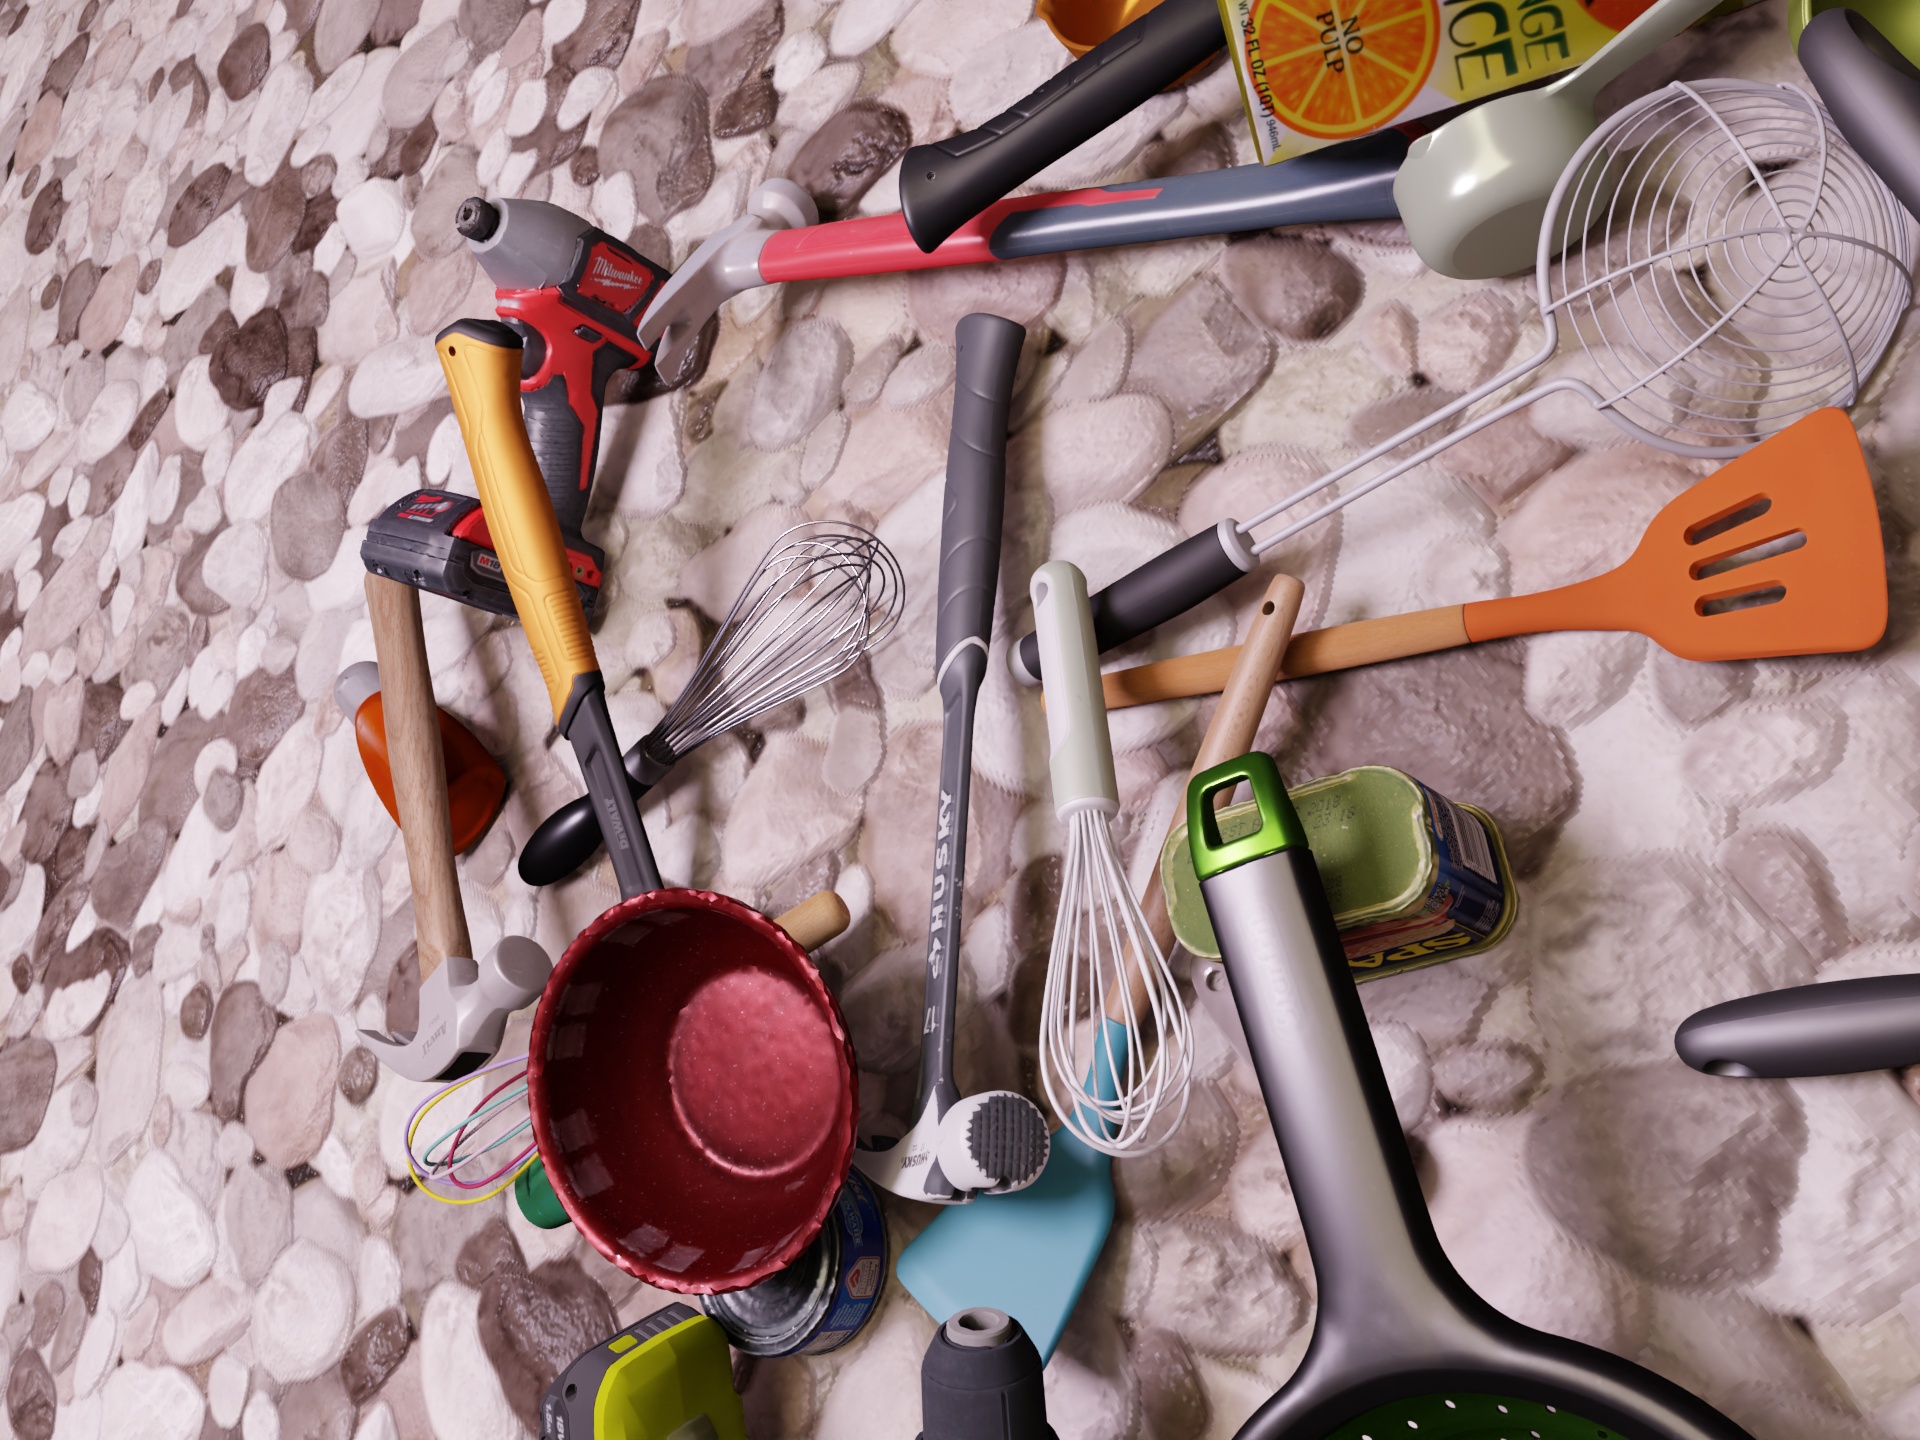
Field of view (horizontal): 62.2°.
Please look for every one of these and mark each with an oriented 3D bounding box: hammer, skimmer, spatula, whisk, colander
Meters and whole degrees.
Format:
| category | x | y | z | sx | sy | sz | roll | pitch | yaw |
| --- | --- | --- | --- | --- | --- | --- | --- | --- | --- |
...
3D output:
| category | x | y | z | sx | sy | sz | roll | pitch | yaw |
| --- | --- | --- | --- | --- | --- | --- | --- | --- | --- |
| hammer | 0.024 | -0.219 | 0.733 | 0.386 | 0.038 | 0.143 | 4 | 48 | 33 |
| hammer | 0.118 | -0.300 | 0.670 | 0.335 | 0.035 | 0.146 | -30 | 74 | 13 |
| skimmer | 0.167 | -0.103 | 0.616 | 0.363 | 0.090 | 0.127 | -29 | 95 | 38 |
| spatula | 0.164 | -0.035 | 0.598 | 0.322 | 0.041 | 0.081 | -11 | 74 | 34 |
| hammer | -0.001 | -0.002 | 0.687 | 0.149 | 0.036 | 0.409 | 141 | 137 | -58 |
| spatula | 0.066 | 0.092 | 0.614 | 0.082 | 0.044 | 0.317 | 25 | 96 | 45 |
| hammer | -0.283 | 0.039 | 0.834 | 0.130 | 0.031 | 0.332 | -45 | 48 | 27 |
| whisk | 0.324 | 0.076 | 0.445 | 0.239 | 0.055 | 0.055 | -17 | 66 | 34 |
| whisk | 0.048 | 0.042 | 0.604 | 0.057 | 0.059 | 0.247 | 127 | 144 | -53 |
| whisk | -0.136 | 0.000 | 0.794 | 0.284 | 0.070 | 0.070 | -40 | 56 | 25 |
| whisk | 0.331 | -0.099 | 0.462 | 0.073 | 0.073 | 0.296 | -33 | 67 | 23 |
| hammer | -0.197 | -0.029 | 0.775 | 0.127 | 0.034 | 0.337 | -16 | 91 | 31 |
| colander | 0.151 | 0.201 | 0.480 | 0.204 | 0.094 | 0.397 | -25 | 68 | 28 |
| whisk | -0.152 | 0.150 | 0.727 | 0.245 | 0.051 | 0.047 | -32 | 54 | 9 |

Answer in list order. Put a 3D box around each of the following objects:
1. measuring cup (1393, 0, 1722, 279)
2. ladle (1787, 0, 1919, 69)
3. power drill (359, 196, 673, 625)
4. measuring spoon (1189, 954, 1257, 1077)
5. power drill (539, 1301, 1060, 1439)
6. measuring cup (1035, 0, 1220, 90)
| category | x | y | z | sx | sy | sz | roll | pitch | yaw |
| --- | --- | --- | --- | --- | --- | --- | --- | --- | --- |
| measuring cup | 0.226 | -0.211 | 0.561 | 0.167 | 0.083 | 0.038 | -33 | 63 | 56 |
| ladle | 0.368 | -0.145 | 0.479 | 0.078 | 0.062 | 0.320 | -28 | 62 | 5 |
| power drill | -0.237 | -0.169 | 0.867 | 0.079 | 0.143 | 0.220 | 14 | 86 | 35 |
| measuring spoon | 0.124 | 0.132 | 0.592 | 0.034 | 0.018 | 0.124 | -48 | 47 | 13 |
| power drill | -0.052 | 0.298 | 0.595 | 0.228 | 0.080 | 0.190 | 0 | 96 | 36 |
| measuring cup | 0.087 | -0.378 | 0.759 | 0.095 | 0.052 | 0.174 | -16 | 65 | 31 |
